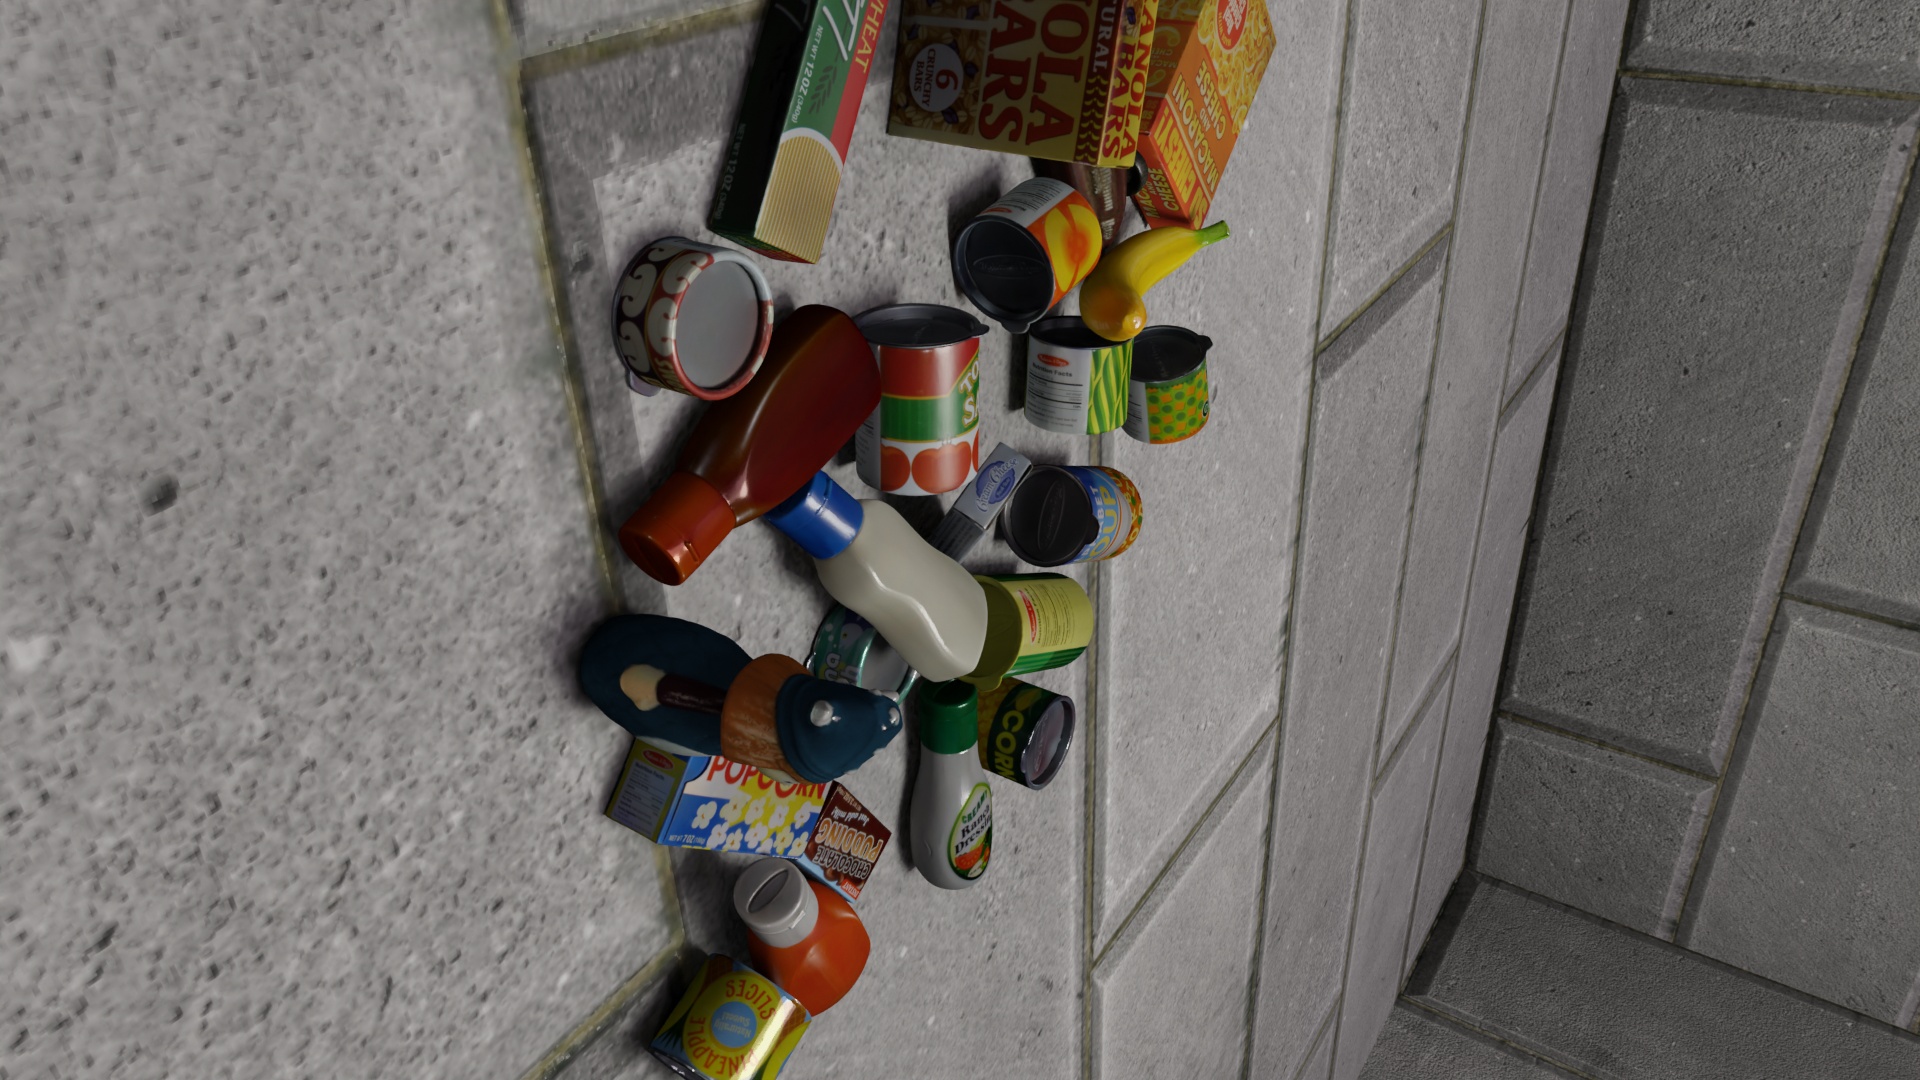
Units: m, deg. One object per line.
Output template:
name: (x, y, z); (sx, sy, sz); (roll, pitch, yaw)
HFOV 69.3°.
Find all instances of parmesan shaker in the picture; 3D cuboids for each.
parmesan shaker: (0.035, 0.056, 0.885); (0.103, 0.071, 0.071); (1, 104, -60)

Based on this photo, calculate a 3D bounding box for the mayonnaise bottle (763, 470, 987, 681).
mayonnaise bottle: (-0.042, 0.014, 0.723); (0.147, 0.041, 0.065); (43, 40, -38)

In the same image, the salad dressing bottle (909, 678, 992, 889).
salad dressing bottle: (-0.006, 0.155, 0.891); (0.064, 0.044, 0.147); (-36, 134, -45)

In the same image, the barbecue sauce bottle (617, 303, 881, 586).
barbecue sauce bottle: (-0.096, -0.042, 0.640); (0.149, 0.044, 0.064); (-52, 139, -31)

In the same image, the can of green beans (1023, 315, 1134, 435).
can of green beans: (0.074, -0.104, 0.870); (0.071, 0.071, 0.057); (-32, 132, -49)

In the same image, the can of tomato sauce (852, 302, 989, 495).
can of tomato sauce: (-0.021, -0.074, 0.724); (0.071, 0.071, 0.082); (-35, 134, -48)

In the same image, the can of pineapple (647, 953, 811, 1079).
can of pineapple: (-0.120, 0.259, 0.728); (0.058, 0.071, 0.070); (-57, 147, -28)

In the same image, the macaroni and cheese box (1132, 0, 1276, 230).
macaroni and cheese box: (0.156, -0.307, 0.932); (0.123, 0.040, 0.167); (43, 67, -58)

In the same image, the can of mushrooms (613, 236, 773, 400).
can of mushrooms: (-0.114, -0.092, 0.595); (0.071, 0.033, 0.070); (-36, 134, -48)

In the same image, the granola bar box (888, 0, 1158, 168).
granola bar box: (0.034, -0.269, 0.662); (0.039, 0.124, 0.165); (-15, 118, -55)

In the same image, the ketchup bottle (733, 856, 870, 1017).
ketchup bottle: (-0.088, 0.213, 0.754); (0.065, 0.043, 0.148); (-46, 154, -20)

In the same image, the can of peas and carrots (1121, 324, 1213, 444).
can of peas and carrots: (0.145, -0.111, 0.983); (0.071, 0.071, 0.058); (-51, 144, -34)

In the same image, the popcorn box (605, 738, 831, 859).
popcorn box: (-0.111, 0.111, 0.699); (0.126, 0.038, 0.085); (30, 79, -60)

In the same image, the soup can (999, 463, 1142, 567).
soup can: (0.077, -0.016, 0.916); (0.084, 0.071, 0.071); (-4, 108, -59)

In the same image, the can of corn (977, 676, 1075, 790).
can of corn: (0.035, 0.127, 0.931); (0.071, 0.058, 0.070); (-35, 133, -47)

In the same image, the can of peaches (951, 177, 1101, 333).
can of peaches: (0.038, -0.161, 0.782); (0.058, 0.071, 0.071); (-46, 141, -40)

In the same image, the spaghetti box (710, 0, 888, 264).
spaghetti box: (-0.055, -0.250, 0.617); (0.050, 0.029, 0.249); (11, 96, -61)

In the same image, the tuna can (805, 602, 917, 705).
tuna can: (-0.053, 0.065, 0.778); (0.071, 0.033, 0.070); (-35, 133, -48)

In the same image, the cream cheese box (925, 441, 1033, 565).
cream cheese box: (0.003, -0.010, 0.788); (0.053, 0.024, 0.103); (-54, -179, -30)

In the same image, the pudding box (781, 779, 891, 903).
pudding box: (-0.076, 0.170, 0.795); (0.050, 0.030, 0.083); (-60, 148, -20)
